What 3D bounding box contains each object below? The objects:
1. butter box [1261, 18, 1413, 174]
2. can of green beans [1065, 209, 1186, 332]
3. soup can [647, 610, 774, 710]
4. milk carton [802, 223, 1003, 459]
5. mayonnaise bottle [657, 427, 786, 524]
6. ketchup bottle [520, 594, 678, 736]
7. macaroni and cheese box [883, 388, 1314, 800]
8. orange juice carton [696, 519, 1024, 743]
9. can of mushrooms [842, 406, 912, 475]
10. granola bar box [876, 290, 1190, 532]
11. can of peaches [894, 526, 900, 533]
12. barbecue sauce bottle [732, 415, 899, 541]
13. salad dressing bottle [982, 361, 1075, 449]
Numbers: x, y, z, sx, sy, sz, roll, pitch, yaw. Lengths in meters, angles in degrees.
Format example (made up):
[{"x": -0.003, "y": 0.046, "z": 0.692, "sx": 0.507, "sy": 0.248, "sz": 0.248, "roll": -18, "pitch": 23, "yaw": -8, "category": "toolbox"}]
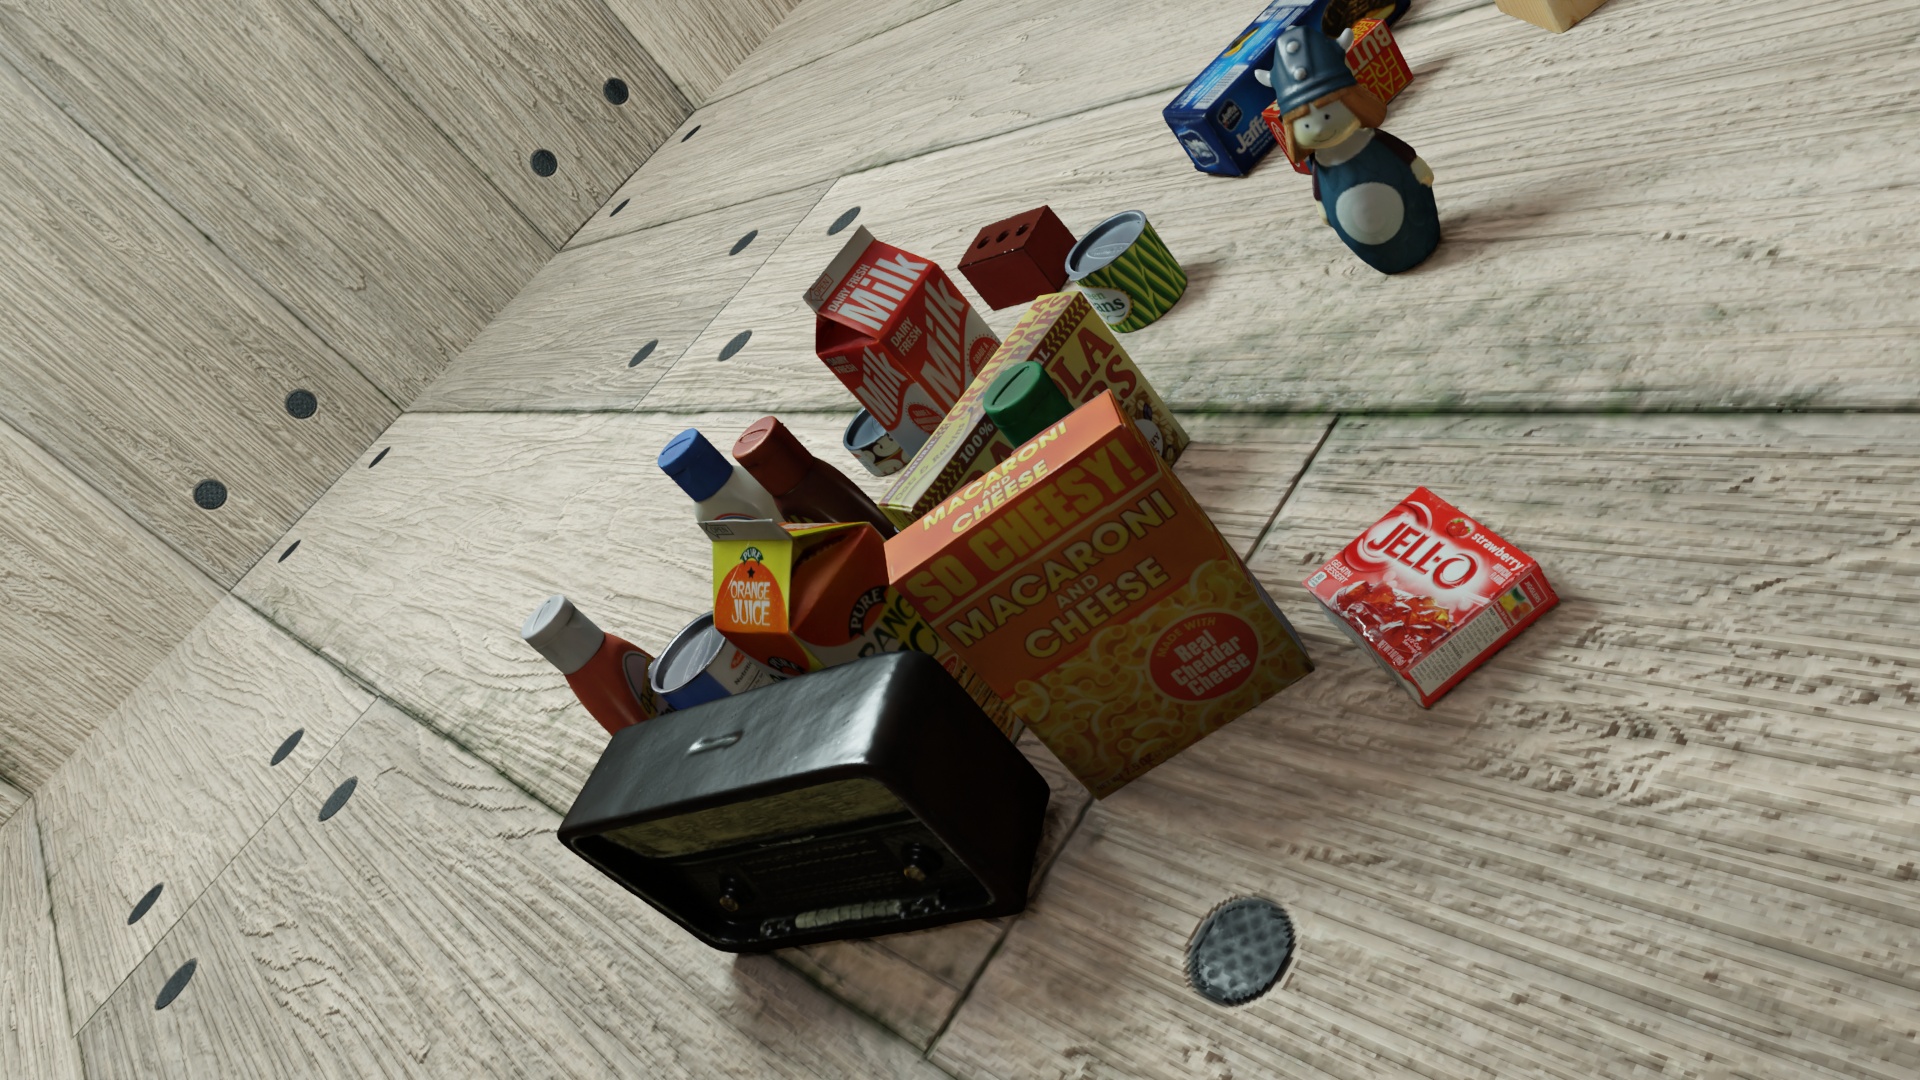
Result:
[{"x": 0.263, "y": -0.310, "z": 0.968, "sx": 0.103, "sy": 0.053, "sz": 0.024, "roll": -44, "pitch": 29, "yaw": -3, "category": "butter box"}, {"x": 0.117, "y": -0.189, "z": 0.977, "sx": 0.071, "sy": 0.057, "sz": 0.071, "roll": -30, "pitch": 31, "yaw": 20, "category": "can of green beans"}, {"x": -0.145, "y": 0.095, "z": 0.881, "sx": 0.071, "sy": 0.083, "sz": 0.072, "roll": -30, "pitch": 31, "yaw": 20, "category": "soup can"}, {"x": -0.023, "y": -0.113, "z": 0.905, "sx": 0.073, "sy": 0.190, "sz": 0.072, "roll": -2, "pitch": 48, "yaw": 50, "category": "milk carton"}, {"x": -0.148, "y": -0.015, "z": 0.969, "sx": 0.064, "sy": 0.147, "sz": 0.041, "roll": -23, "pitch": 34, "yaw": 31, "category": "mayonnaise bottle"}, {"x": -0.220, "y": 0.095, "z": 0.904, "sx": 0.043, "sy": 0.148, "sz": 0.065, "roll": -27, "pitch": 32, "yaw": 25, "category": "ketchup bottle"}, {"x": 0.064, "y": 0.030, "z": 0.631, "sx": 0.123, "sy": 0.166, "sz": 0.040, "roll": -35, "pitch": 29, "yaw": 13, "category": "macaroni and cheese box"}, {"x": -0.053, "y": 0.052, "z": 0.715, "sx": 0.071, "sy": 0.192, "sz": 0.073, "roll": -1, "pitch": 49, "yaw": 51, "category": "orange juice carton"}, {"x": -0.053, "y": -0.085, "z": 1.067, "sx": 0.071, "sy": 0.033, "sz": 0.071, "roll": -30, "pitch": 31, "yaw": 20, "category": "can of mushrooms"}, {"x": 0.045, "y": -0.040, "z": 0.792, "sx": 0.039, "sy": 0.124, "sz": 0.166, "roll": 7, "pitch": 55, "yaw": 54, "category": "granola bar box"}, {"x": 0.003, "y": -0.011, "z": 0.872, "sx": 0.071, "sy": 0.058, "sz": 0.071, "roll": -30, "pitch": 31, "yaw": 20, "category": "can of peaches"}, {"x": -0.084, "y": -0.017, "z": 0.894, "sx": 0.064, "sy": 0.148, "sz": 0.044, "roll": -9, "pitch": 43, "yaw": 45, "category": "barbecue sauce bottle"}, {"x": 0.067, "y": -0.029, "z": 0.726, "sx": 0.064, "sy": 0.147, "sz": 0.044, "roll": -49, "pitch": 29, "yaw": -12, "category": "salad dressing bottle"}]
